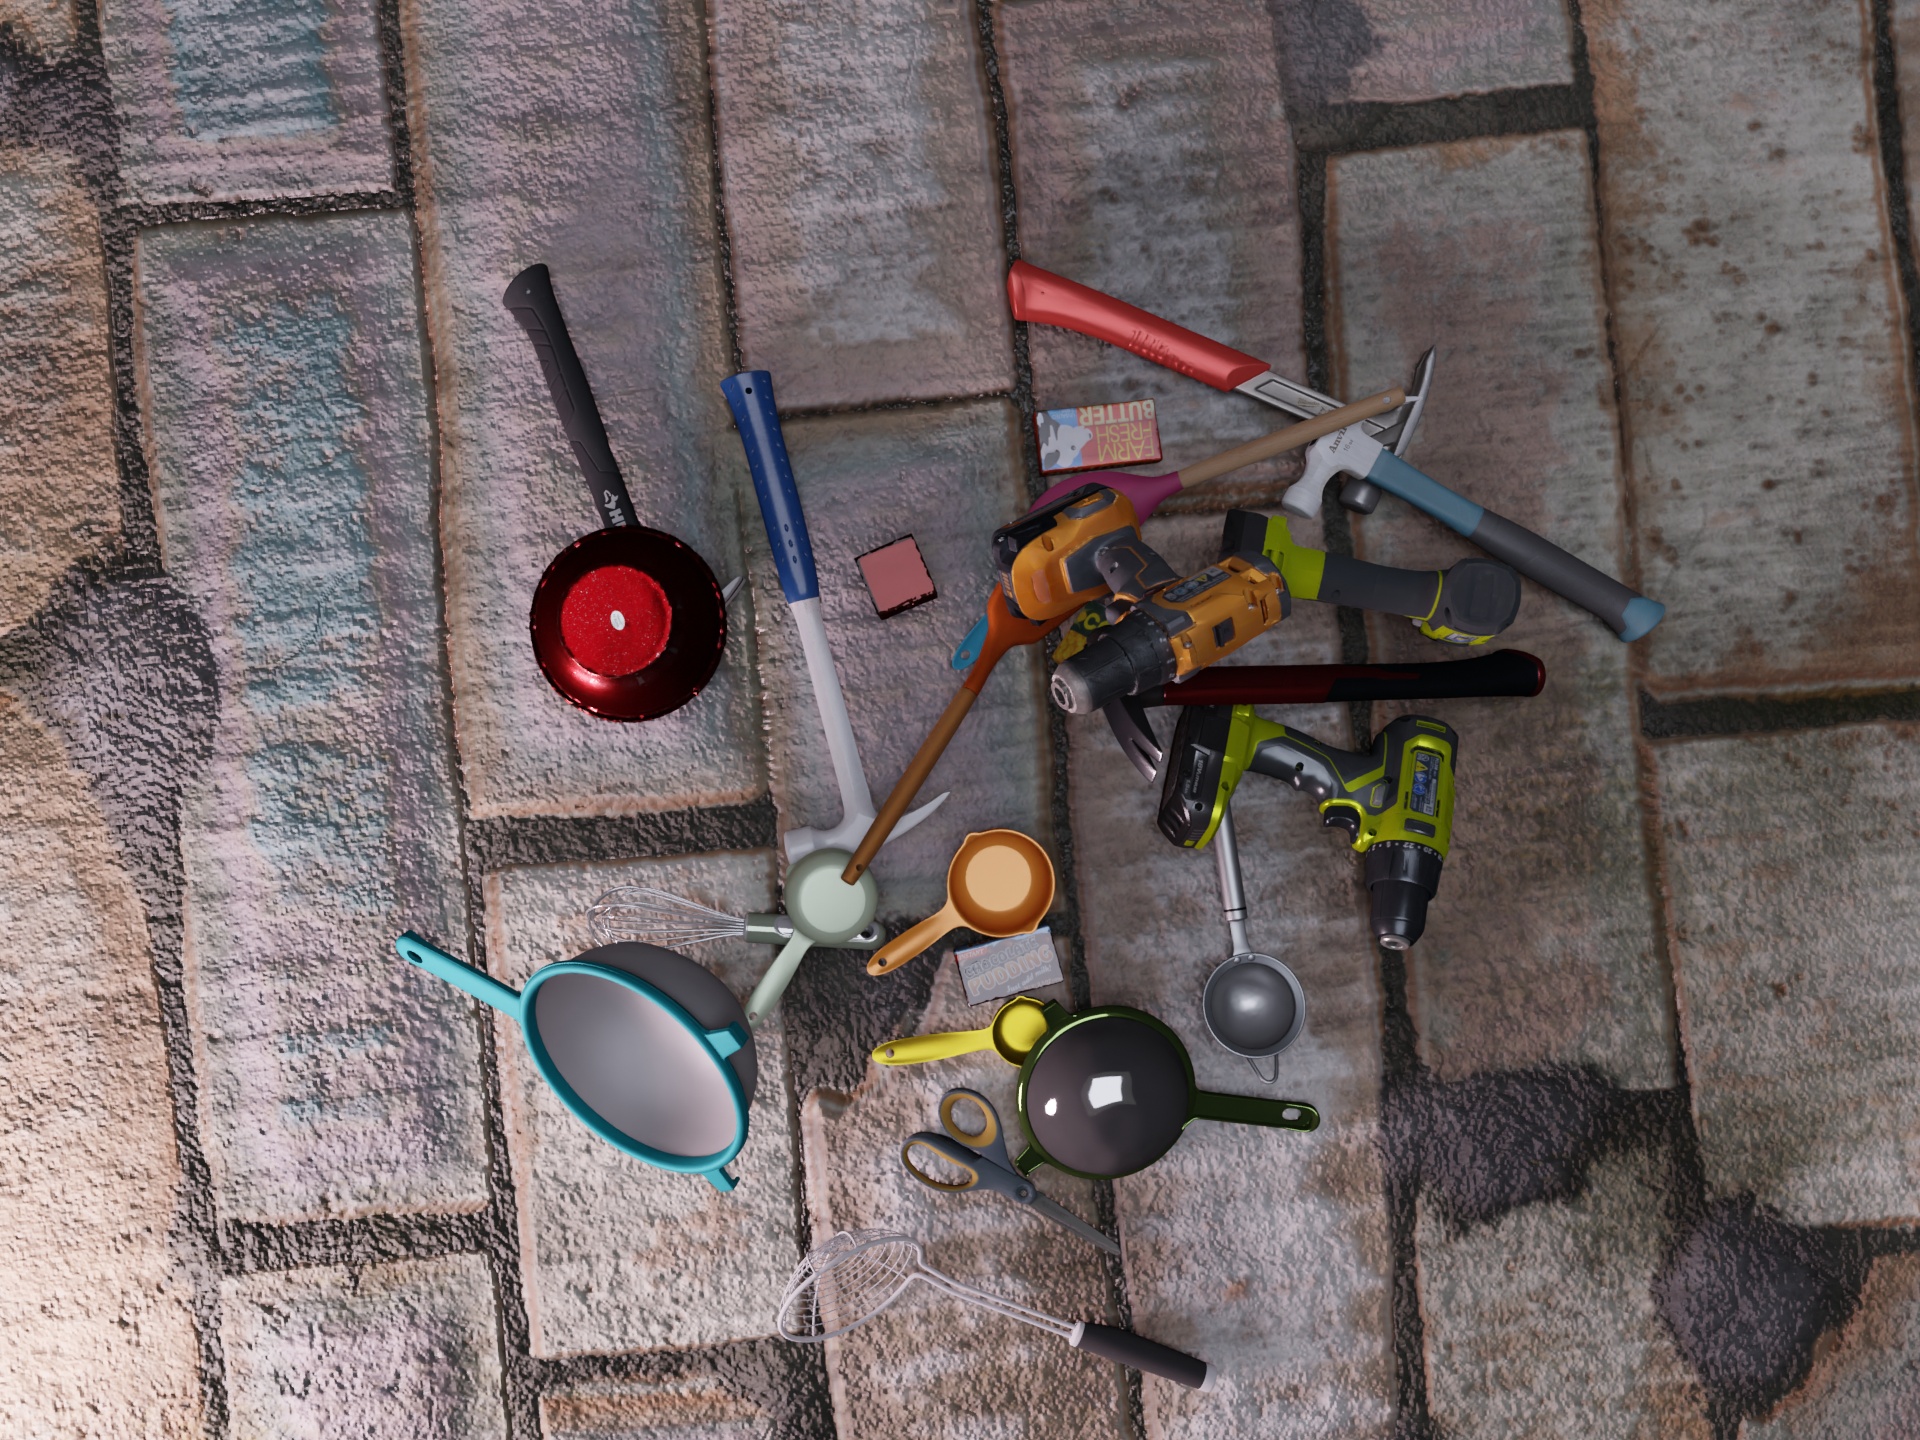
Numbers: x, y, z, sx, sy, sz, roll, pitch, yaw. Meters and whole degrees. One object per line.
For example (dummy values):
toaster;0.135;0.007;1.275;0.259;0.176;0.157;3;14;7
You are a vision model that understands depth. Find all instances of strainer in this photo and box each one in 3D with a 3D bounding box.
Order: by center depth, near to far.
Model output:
strainer;-0.293;0.226;1.278;0.340;0.095;0.210;23;130;17
strainer;0.175;0.319;1.286;0.256;0.069;0.151;8;99;-7
strainer;0.230;0.168;1.315;0.087;0.050;0.258;-7;84;-7

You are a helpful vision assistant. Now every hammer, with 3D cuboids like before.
hammer;0.297;-0.019;1.255;0.386;0.143;0.038;-2;134;-17
hammer;0.432;-0.155;1.305;0.331;0.033;0.128;28;90;-8
hammer;-0.295;-0.217;1.313;0.146;0.035;0.335;-21;90;0
hammer;-0.120;-0.090;1.314;0.144;0.035;0.405;-15;90;-1
hammer;0.209;-0.307;1.321;0.359;0.037;0.149;23;89;-1

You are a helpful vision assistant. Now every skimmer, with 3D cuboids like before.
skimmer;0.035;0.499;1.283;0.363;0.090;0.127;20;121;-3

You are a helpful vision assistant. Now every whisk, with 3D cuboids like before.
whisk;-0.184;0.169;1.306;0.246;0.059;0.058;4;61;-5

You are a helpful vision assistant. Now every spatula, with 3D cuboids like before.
spatula;-0.002;-0.004;1.285;0.081;0.041;0.323;38;74;-20

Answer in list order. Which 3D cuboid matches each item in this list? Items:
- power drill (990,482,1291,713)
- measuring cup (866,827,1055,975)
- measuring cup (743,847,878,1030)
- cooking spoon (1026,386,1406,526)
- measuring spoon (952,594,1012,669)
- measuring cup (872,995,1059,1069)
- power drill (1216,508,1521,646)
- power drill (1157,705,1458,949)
power drill;0.107;-0.089;1.188;0.185;0.226;0.084;-29;125;-17
measuring cup;-0.003;0.155;1.306;0.173;0.052;0.095;-34;90;1
measuring cup;-0.127;0.180;1.274;0.083;0.038;0.167;33;84;-8
cooking spoon;0.202;-0.204;1.286;0.319;0.017;0.069;-20;94;16
measuring spoon;0.034;-0.095;1.328;0.042;0.021;0.128;37;98;-20
measuring cup;0.005;0.264;1.317;0.156;0.029;0.062;-9;90;2
power drill;0.314;-0.104;1.265;0.223;0.171;0.080;11;89;8
power drill;0.281;0.070;1.274;0.228;0.080;0.191;15;65;0
